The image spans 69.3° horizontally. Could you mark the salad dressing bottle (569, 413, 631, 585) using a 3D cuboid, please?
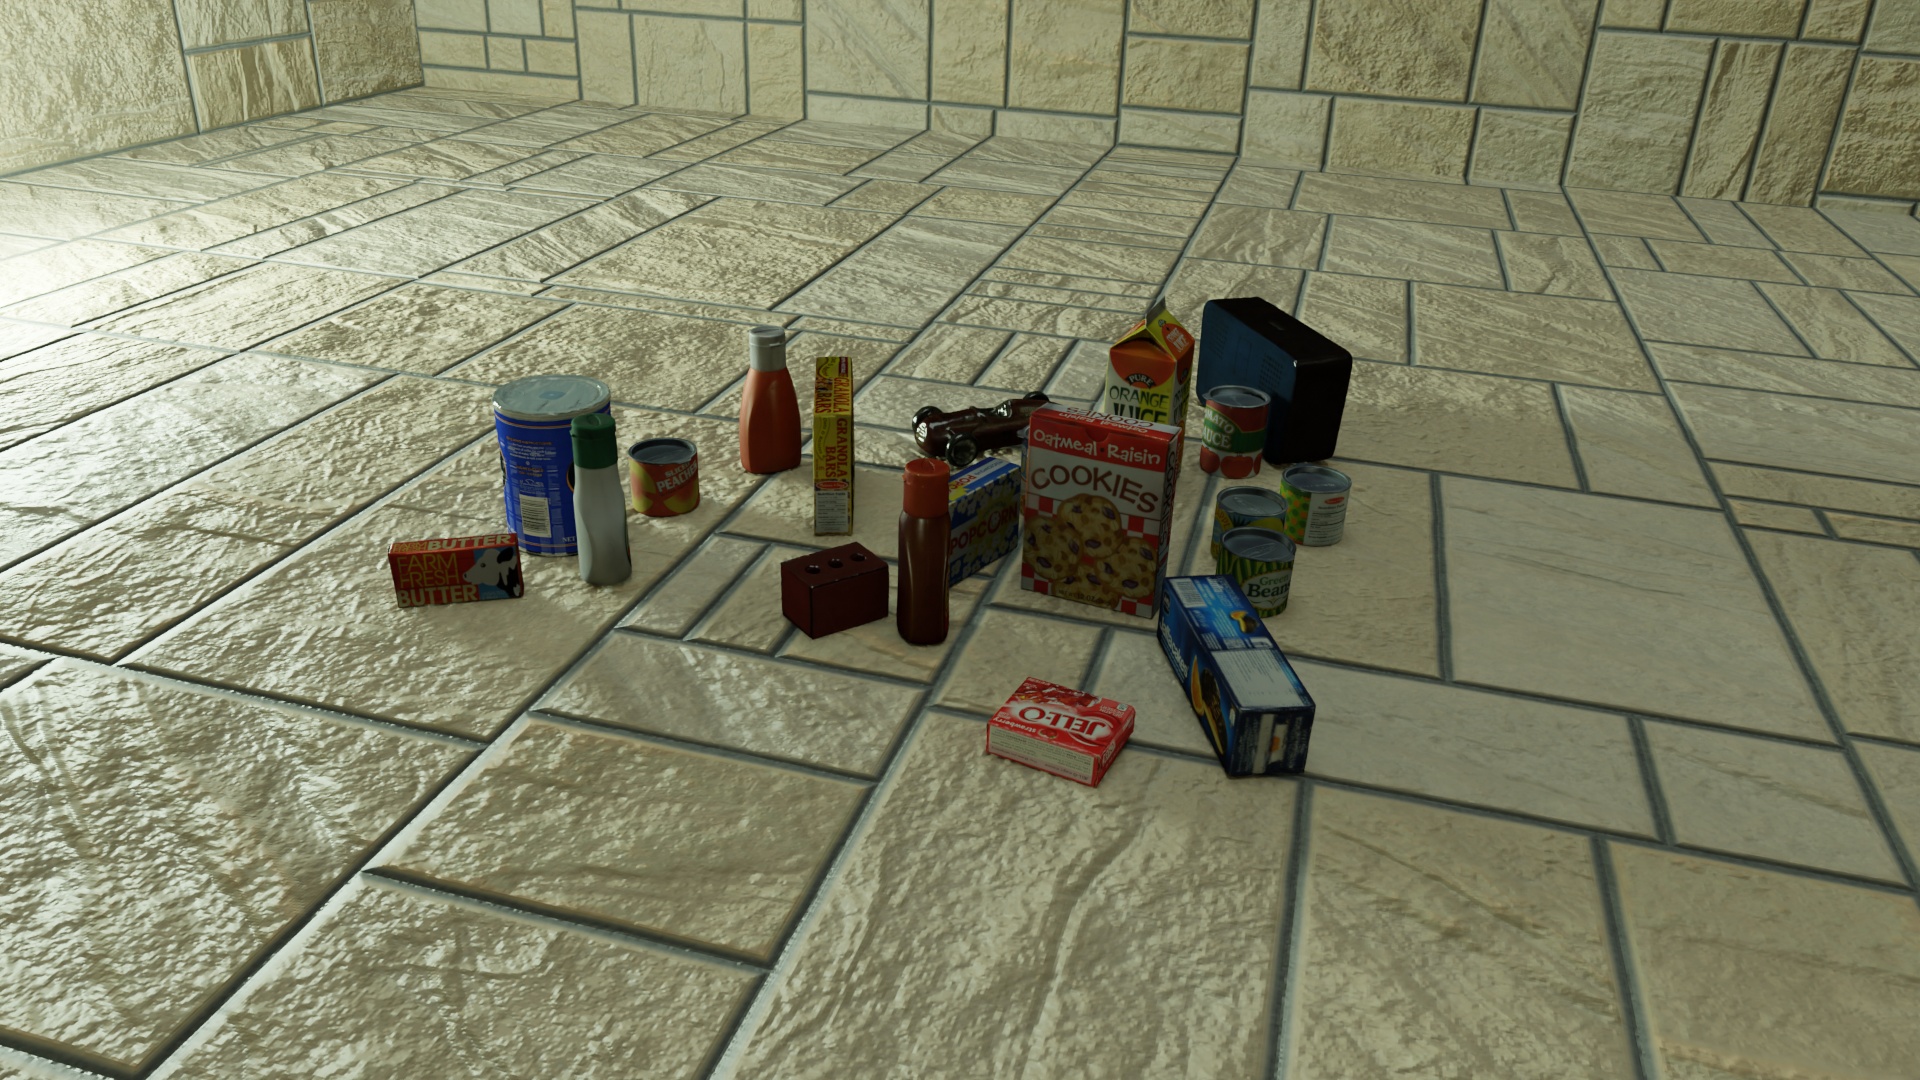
[{"bbox_3d":[-0.311,-0.035,1.197,0.044,0.147,0.064,-9,28,-22],"label":"salad dressing bottle"}]

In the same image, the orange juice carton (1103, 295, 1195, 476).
[{"bbox_3d":[0.190,-0.148,1.415,0.073,0.191,0.072,13,28,21],"label":"orange juice carton"}]

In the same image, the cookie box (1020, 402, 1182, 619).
[{"bbox_3d":[0.118,-0.026,1.189,0.123,0.166,0.040,13,28,21],"label":"cookie box"}]

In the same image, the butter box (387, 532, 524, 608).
[{"bbox_3d":[-0.425,0.025,1.172,0.104,0.053,0.024,-5,27,-14],"label":"butter box"}]

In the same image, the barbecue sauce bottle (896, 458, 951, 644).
[{"bbox_3d":[-0.029,0.007,1.132,0.044,0.147,0.065,-2,26,-8],"label":"barbecue sauce bottle"}]

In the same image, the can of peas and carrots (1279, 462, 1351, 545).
[{"bbox_3d":[0.340,-0.035,1.348,0.071,0.058,0.071,2,26,-1],"label":"can of peas and carrots"}]

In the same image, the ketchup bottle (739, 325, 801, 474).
[{"bbox_3d":[-0.196,-0.144,1.425,0.065,0.148,0.043,-13,30,-29],"label":"ketchup bottle"}]

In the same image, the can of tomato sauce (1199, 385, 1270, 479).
[{"bbox_3d":[0.290,-0.115,1.479,0.071,0.082,0.071,2,26,-1],"label":"can of tomato sauce"}]

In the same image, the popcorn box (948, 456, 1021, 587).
[{"bbox_3d":[0.004,-0.016,1.252,0.038,0.084,0.127,19,31,31],"label":"popcorn box"}]

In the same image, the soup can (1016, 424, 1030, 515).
[{"bbox_3d":[0.089,-0.067,1.365,0.071,0.083,0.071,2,26,-1],"label":"soup can"}]

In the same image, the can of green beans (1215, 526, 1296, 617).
[{"bbox_3d":[0.257,0.027,1.216,0.071,0.057,0.071,2,26,-1],"label":"can of green beans"}]

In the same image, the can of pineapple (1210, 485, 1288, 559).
[{"bbox_3d":[0.267,-0.012,1.296,0.071,0.057,0.071,2,26,-1],"label":"can of pineapple"}]

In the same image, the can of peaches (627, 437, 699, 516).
[{"bbox_3d":[-0.287,-0.061,1.352,0.071,0.057,0.071,2,26,-1],"label":"can of peaches"}]

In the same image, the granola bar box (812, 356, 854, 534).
[{"bbox_3d":[-0.123,-0.096,1.360,0.039,0.123,0.166,0,26,-5],"label":"granola bar box"}]
